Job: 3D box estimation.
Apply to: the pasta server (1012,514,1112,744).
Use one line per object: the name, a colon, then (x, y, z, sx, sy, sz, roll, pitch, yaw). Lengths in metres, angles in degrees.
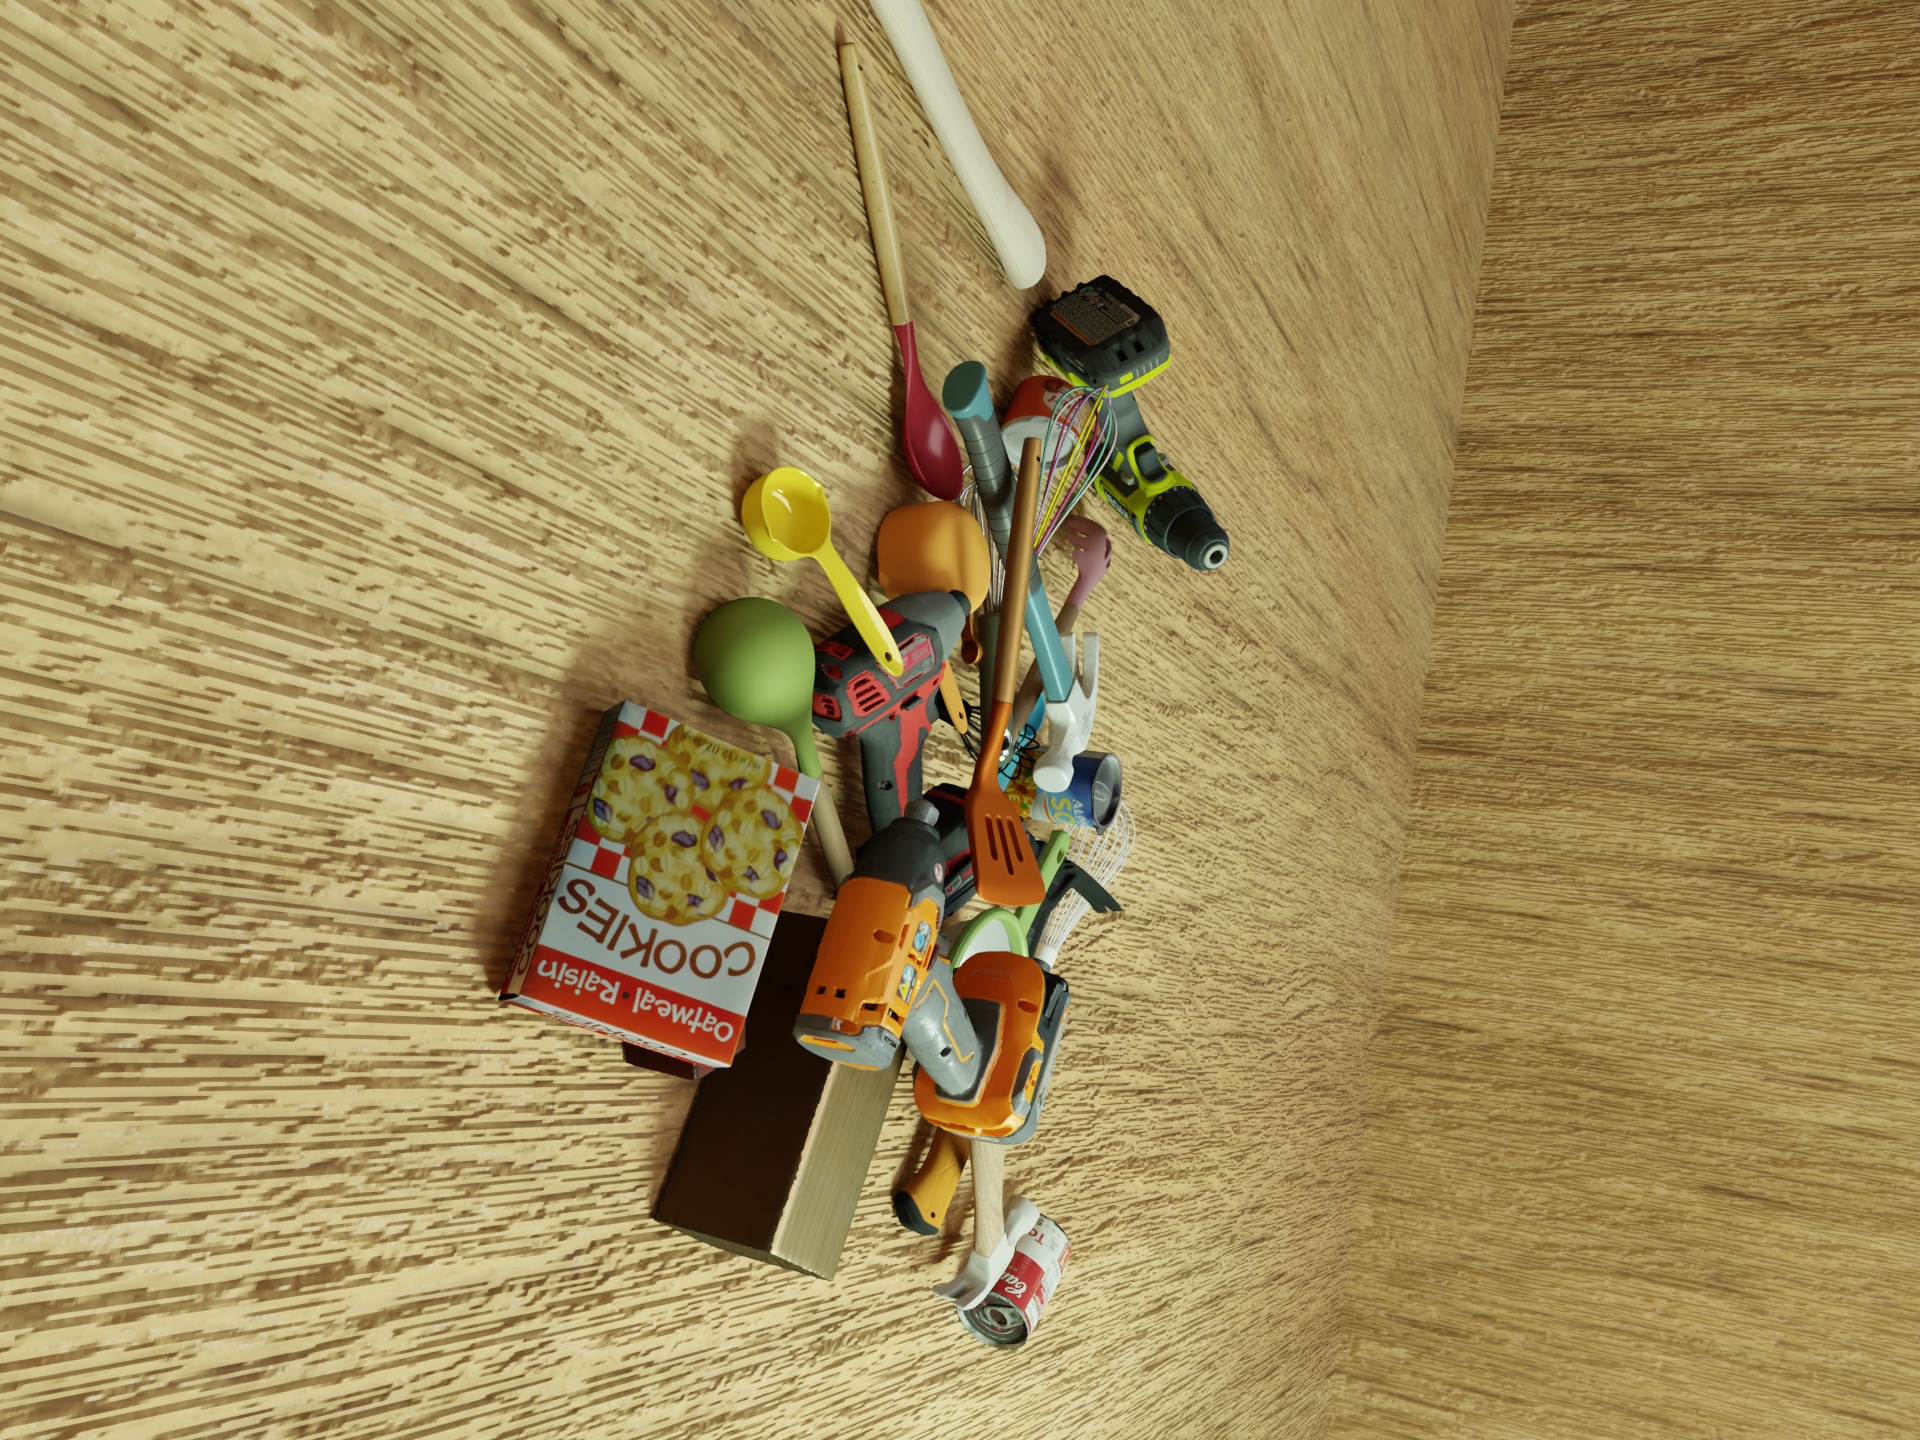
pasta server: (0.078, -0.078, 1.334, 0.316, 0.040, 0.060, -62, 146, -47)

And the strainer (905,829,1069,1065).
strainer: (0.013, 0.177, 1.255, 0.256, 0.069, 0.151, -59, 146, -39)

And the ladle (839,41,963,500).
ladle: (-0.045, -0.300, 1.098, 0.069, 0.031, 0.315, -55, 140, -52)

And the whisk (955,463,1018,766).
whisk: (0.025, -0.086, 1.216, 0.057, 0.059, 0.246, 3, 79, -21)

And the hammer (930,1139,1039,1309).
hammer: (0.019, 0.342, 1.232, 0.130, 0.031, 0.331, -48, 148, -41)

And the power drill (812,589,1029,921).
power drill: (-0.029, 0.019, 1.110, 0.143, 0.079, 0.219, -38, 128, -32)

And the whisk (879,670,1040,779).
whisk: (-0.003, -0.003, 1.224, 0.238, 0.055, 0.055, 30, 68, -56)

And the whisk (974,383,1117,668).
whisk: (0.062, -0.150, 1.250, 0.051, 0.047, 0.245, 17, 105, -23)

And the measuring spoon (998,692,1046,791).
measuring spoon: (0.036, 0.029, 1.343, 0.129, 0.021, 0.042, -63, 148, -19)

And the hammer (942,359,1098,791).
hammer: (0.046, -0.109, 1.170, 0.128, 0.033, 0.330, -66, 146, -43)

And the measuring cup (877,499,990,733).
measuring cup: (-0.003, -0.075, 1.153, 0.095, 0.052, 0.173, -35, 111, -58)

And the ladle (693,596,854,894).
ladle: (-0.103, 0.049, 1.048, 0.078, 0.062, 0.319, -55, 149, -34)

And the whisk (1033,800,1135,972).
whisk: (0.086, 0.184, 1.430, 0.285, 0.070, 0.070, -62, 147, -27)

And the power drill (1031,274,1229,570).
power drill: (0.151, -0.242, 1.346, 0.080, 0.191, 0.228, -30, 131, -4)

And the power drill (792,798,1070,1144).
power drill: (-0.011, 0.162, 0.999, 0.226, 0.084, 0.164, 50, 51, -49)

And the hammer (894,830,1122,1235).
hammer: (0.031, 0.263, 1.317, 0.127, 0.034, 0.337, 37, 62, -26)

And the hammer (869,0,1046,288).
hammer: (-0.019, -0.429, 1.093, 0.410, 0.038, 0.146, 48, 44, -58)

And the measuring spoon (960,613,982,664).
measuring spoon: (0.002, -0.098, 1.202, 0.011, 0.021, 0.117, 5, 69, -42)

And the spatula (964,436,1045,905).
spatula: (0.039, -0.036, 1.093, 0.081, 0.041, 0.322, 11, 84, -52)

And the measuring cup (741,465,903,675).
measuring cup: (-0.086, -0.088, 1.004, 0.156, 0.029, 0.062, 58, 44, -23)
